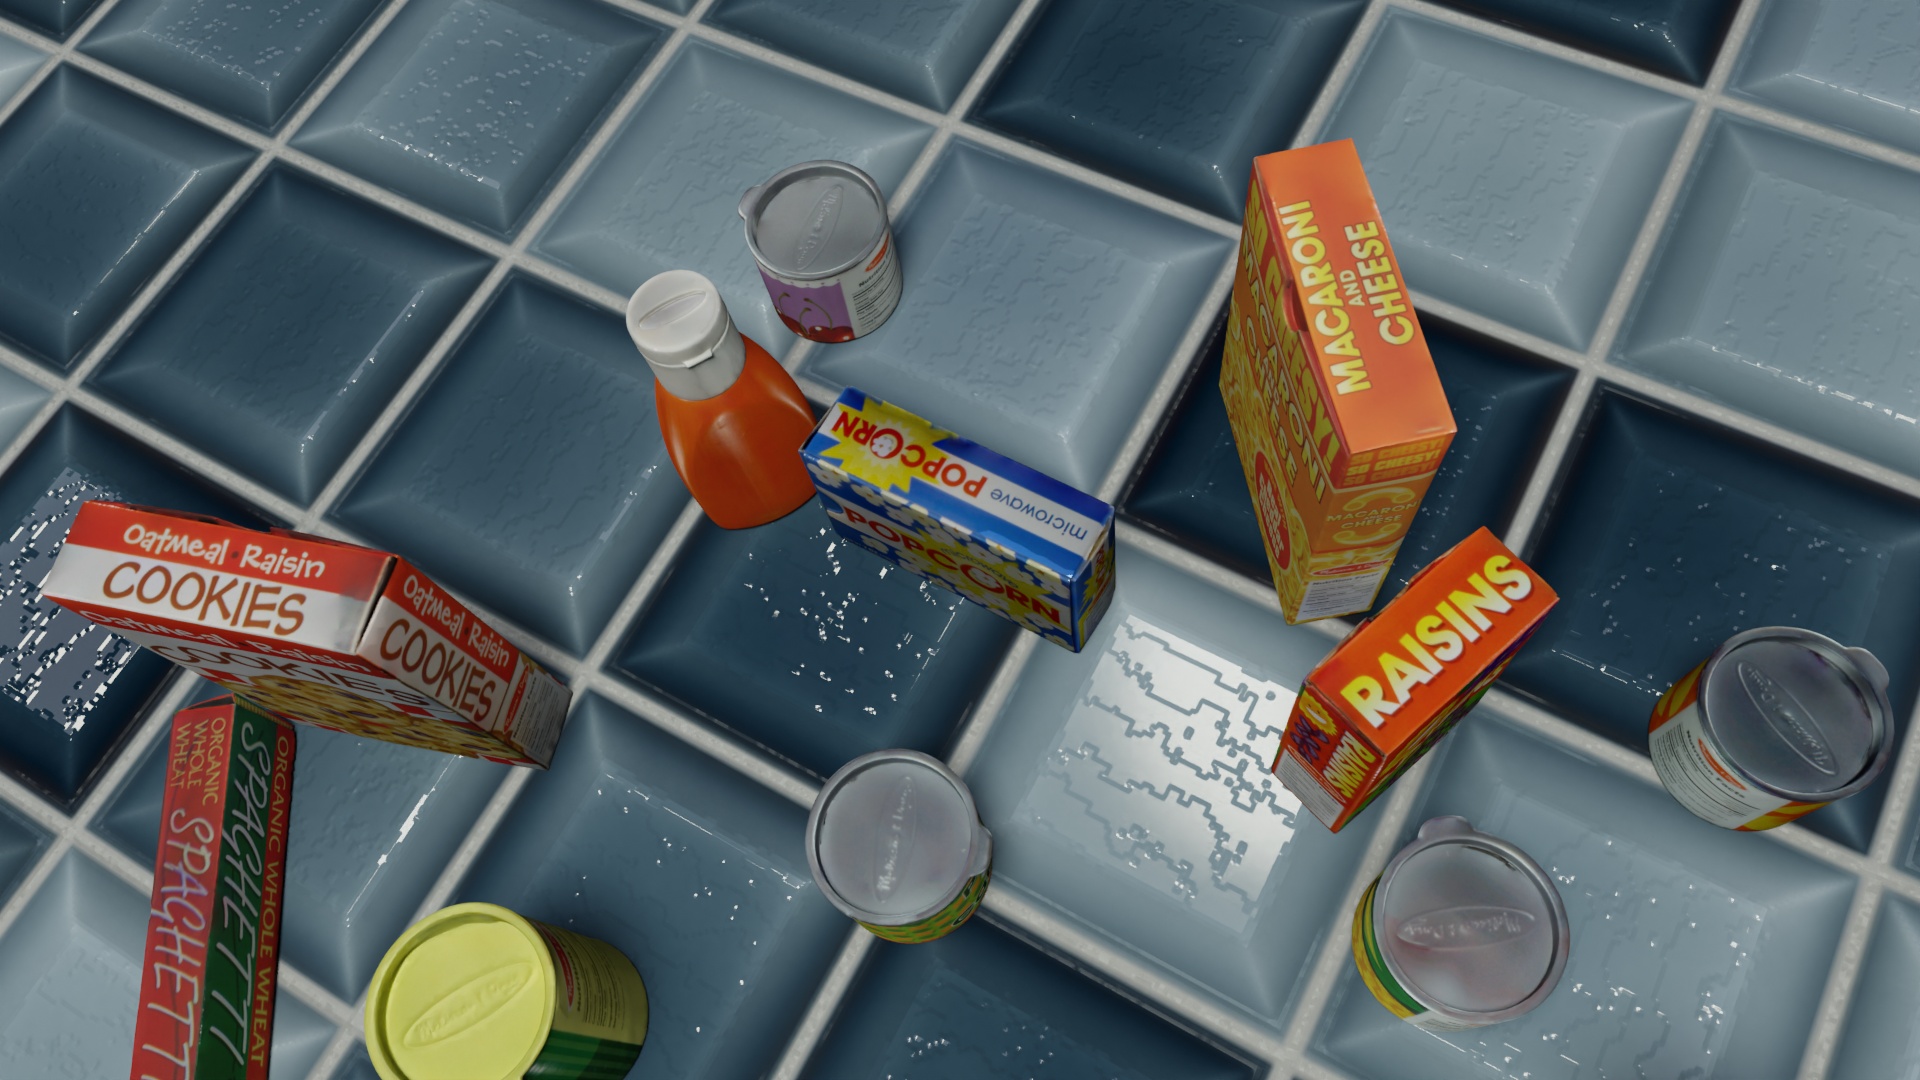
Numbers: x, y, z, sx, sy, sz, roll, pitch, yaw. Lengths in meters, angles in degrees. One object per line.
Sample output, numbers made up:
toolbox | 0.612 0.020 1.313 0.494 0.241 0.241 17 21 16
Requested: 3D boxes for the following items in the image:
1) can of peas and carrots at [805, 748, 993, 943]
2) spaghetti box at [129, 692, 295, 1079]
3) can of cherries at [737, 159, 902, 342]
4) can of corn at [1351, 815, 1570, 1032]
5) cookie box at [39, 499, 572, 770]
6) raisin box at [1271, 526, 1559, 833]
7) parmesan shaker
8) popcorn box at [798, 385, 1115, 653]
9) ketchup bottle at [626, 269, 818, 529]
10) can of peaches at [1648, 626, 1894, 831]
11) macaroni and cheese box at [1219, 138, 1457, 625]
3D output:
can of peas and carrots | -0.020 0.121 0.542 0.071 0.058 0.071 -2 67 5
spaghetti box | -0.297 0.187 0.549 0.029 0.050 0.251 -9 66 3
can of cherries | -0.066 -0.137 0.660 0.071 0.058 0.072 -2 67 5
can of corn | 0.180 0.142 0.510 0.071 0.058 0.071 -2 67 5
cookie box | -0.242 0.042 0.542 0.123 0.167 0.040 9 68 10
raisin box | 0.163 0.055 0.515 0.086 0.123 0.040 -38 68 -10
parmesan shaker | -0.161 0.177 0.509 0.071 0.102 0.071 -2 67 6
popcorn box | 0.002 -0.007 0.581 0.127 0.085 0.038 26 72 16
ketchup bottle | -0.098 -0.056 0.579 0.065 0.148 0.043 -28 67 -6
can of peaches | 0.307 0.072 0.527 0.071 0.058 0.071 -2 67 5
macaroni and cheese box | 0.138 -0.053 0.541 0.040 0.166 0.124 -11 66 2
